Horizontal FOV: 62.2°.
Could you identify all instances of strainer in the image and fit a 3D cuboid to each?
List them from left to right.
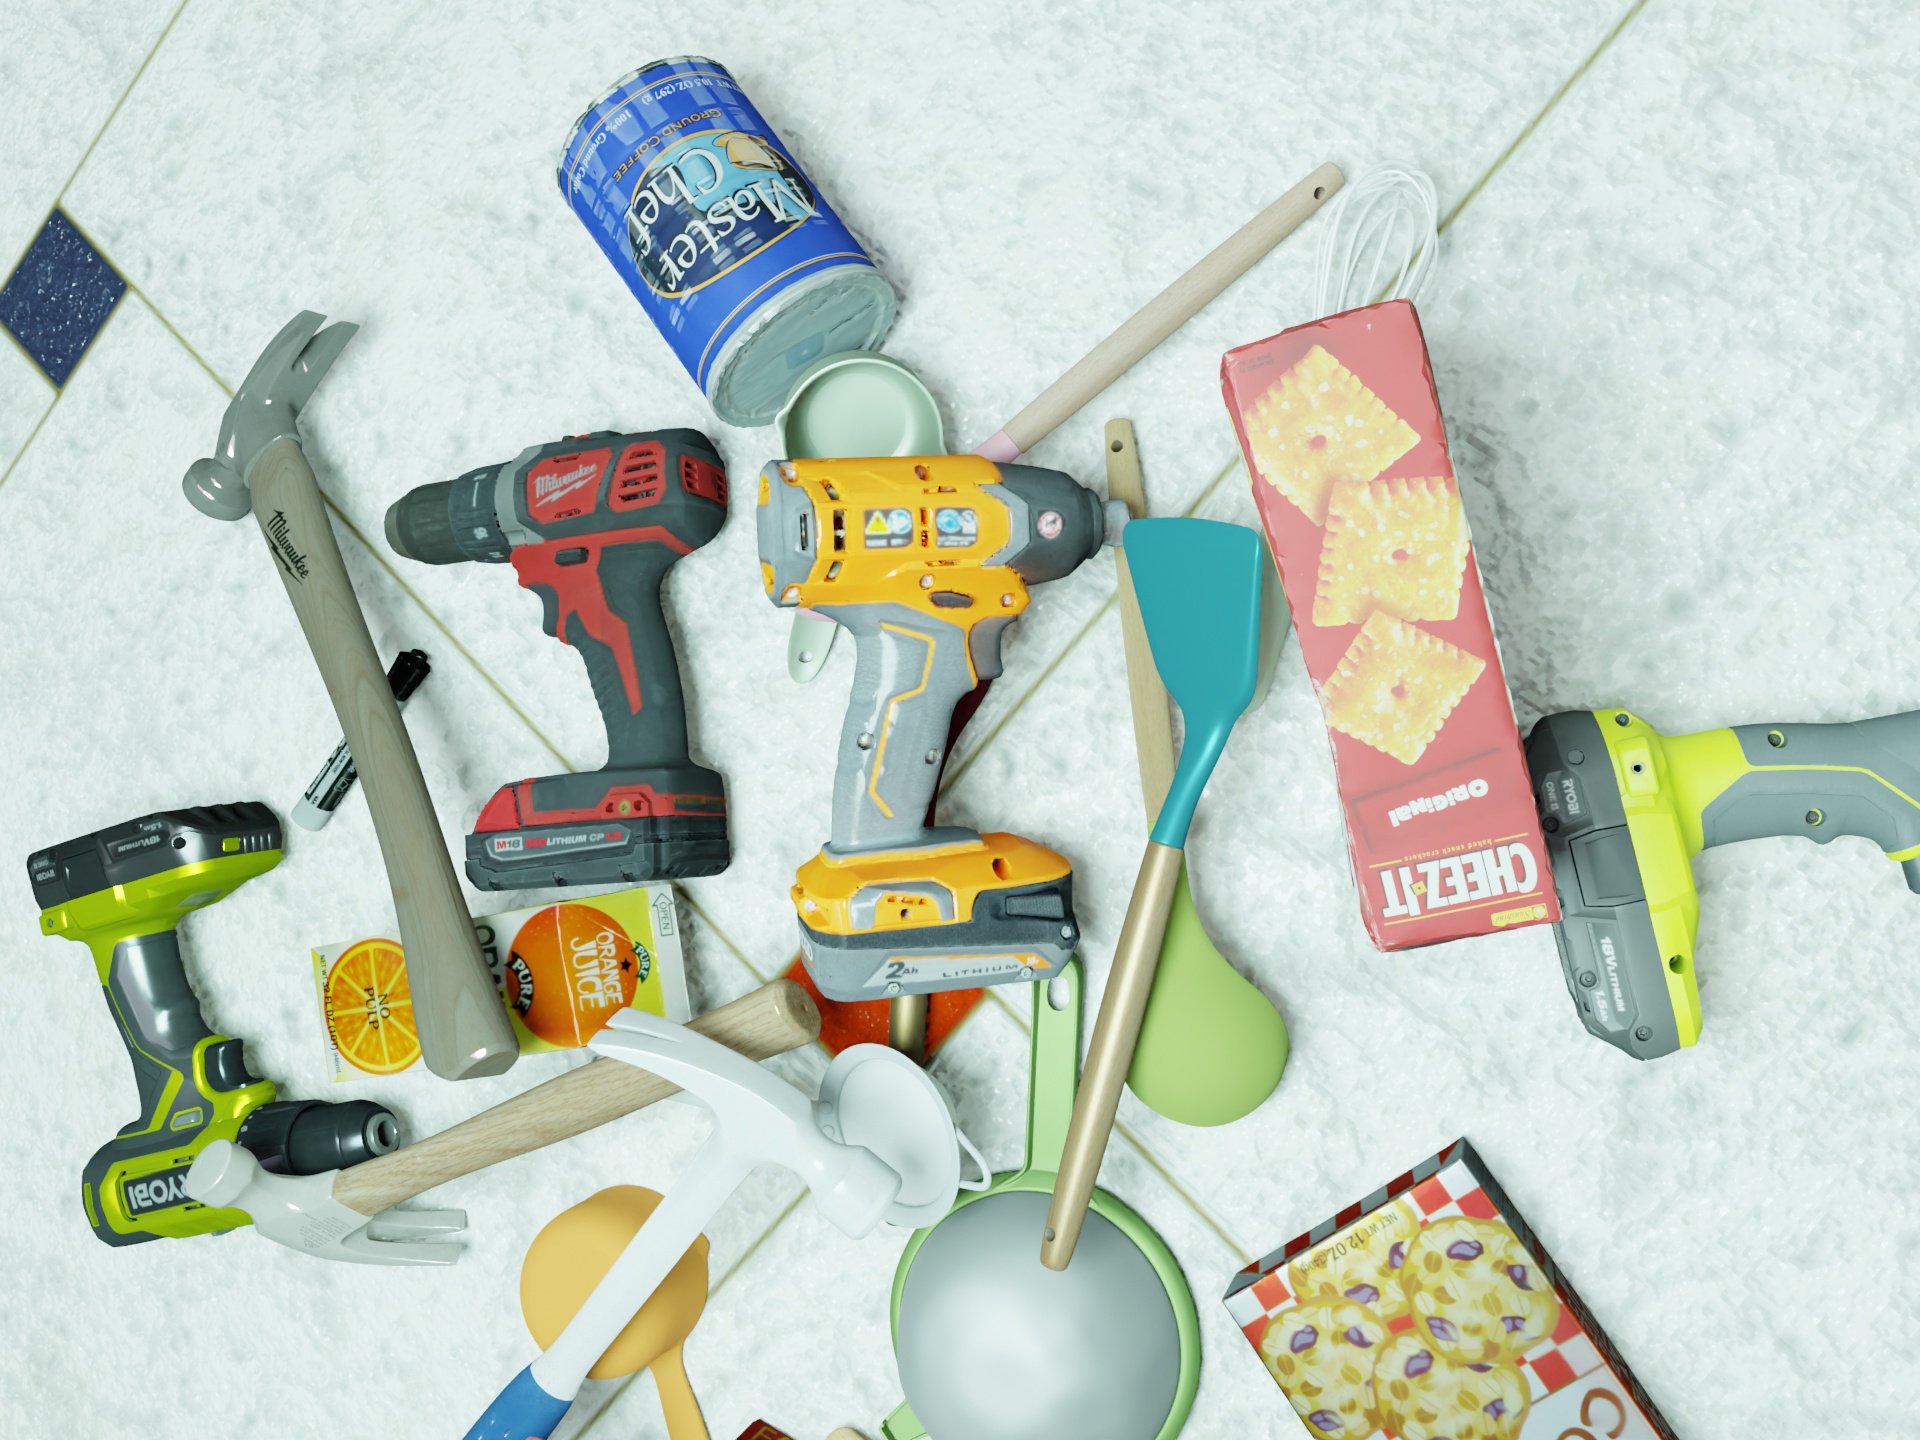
[{"bbox_3d":[-0.084,0.182,0.760,0.258,0.050,0.087,3,102,32],"label":"strainer"},{"bbox_3d":[0.031,0.233,0.715,0.151,0.069,0.256,4,92,20],"label":"strainer"}]

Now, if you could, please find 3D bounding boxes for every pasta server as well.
[{"bbox_3d":[0.042,-0.148,0.726,0.316,0.060,0.040,-39,32,6],"label":"pasta server"}]

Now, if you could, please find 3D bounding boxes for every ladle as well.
[{"bbox_3d":[-0.023,0.085,0.761,0.069,0.031,0.315,4,92,19],"label":"ladle"},{"bbox_3d":[0.092,0.020,0.718,0.078,0.062,0.320,-9,79,21],"label":"ladle"}]

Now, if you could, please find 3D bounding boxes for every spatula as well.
[{"bbox_3d":[0.070,0.075,0.665,0.082,0.044,0.317,14,90,53],"label":"spatula"}]

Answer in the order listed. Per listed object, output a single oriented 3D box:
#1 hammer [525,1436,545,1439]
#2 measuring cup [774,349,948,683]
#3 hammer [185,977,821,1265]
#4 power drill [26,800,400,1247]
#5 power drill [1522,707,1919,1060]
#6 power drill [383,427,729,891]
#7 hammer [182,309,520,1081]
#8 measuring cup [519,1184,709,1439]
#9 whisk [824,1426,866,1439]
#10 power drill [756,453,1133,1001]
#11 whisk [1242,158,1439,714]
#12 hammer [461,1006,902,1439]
[{"bbox_3d":[-0.137,0.505,0.733,0.143,0.038,0.386,-8,104,19],"label":"hammer"},{"bbox_3d":[-0.060,-0.098,0.770,0.083,0.038,0.167,11,116,-14],"label":"measuring cup"},{"bbox_3d":[-0.210,0.197,0.771,0.331,0.129,0.031,-25,42,20],"label":"hammer"},{"bbox_3d":[-0.410,0.165,0.873,0.190,0.080,0.228,-16,86,19],"label":"power drill"},{"bbox_3d":[0.341,0.051,0.605,0.223,0.080,0.171,-13,85,16],"label":"power drill"},{"bbox_3d":[-0.205,-0.030,0.803,0.188,0.080,0.227,-5,85,20],"label":"power drill"},{"bbox_3d":[-0.294,-0.016,0.793,0.146,0.038,0.411,-41,64,29],"label":"hammer"},{"bbox_3d":[-0.162,0.322,0.792,0.095,0.052,0.174,-25,79,18],"label":"measuring cup"},{"bbox_3d":[0.022,0.385,0.693,0.245,0.051,0.047,19,96,41],"label":"whisk"},{"bbox_3d":[-0.001,-0.002,0.695,0.164,0.084,0.226,-4,98,-14],"label":"power drill"},{"bbox_3d":[0.156,-0.119,0.691,0.058,0.059,0.246,29,106,55],"label":"whisk"},{"bbox_3d":[-0.192,0.301,0.753,0.144,0.035,0.405,38,113,3],"label":"hammer"}]
